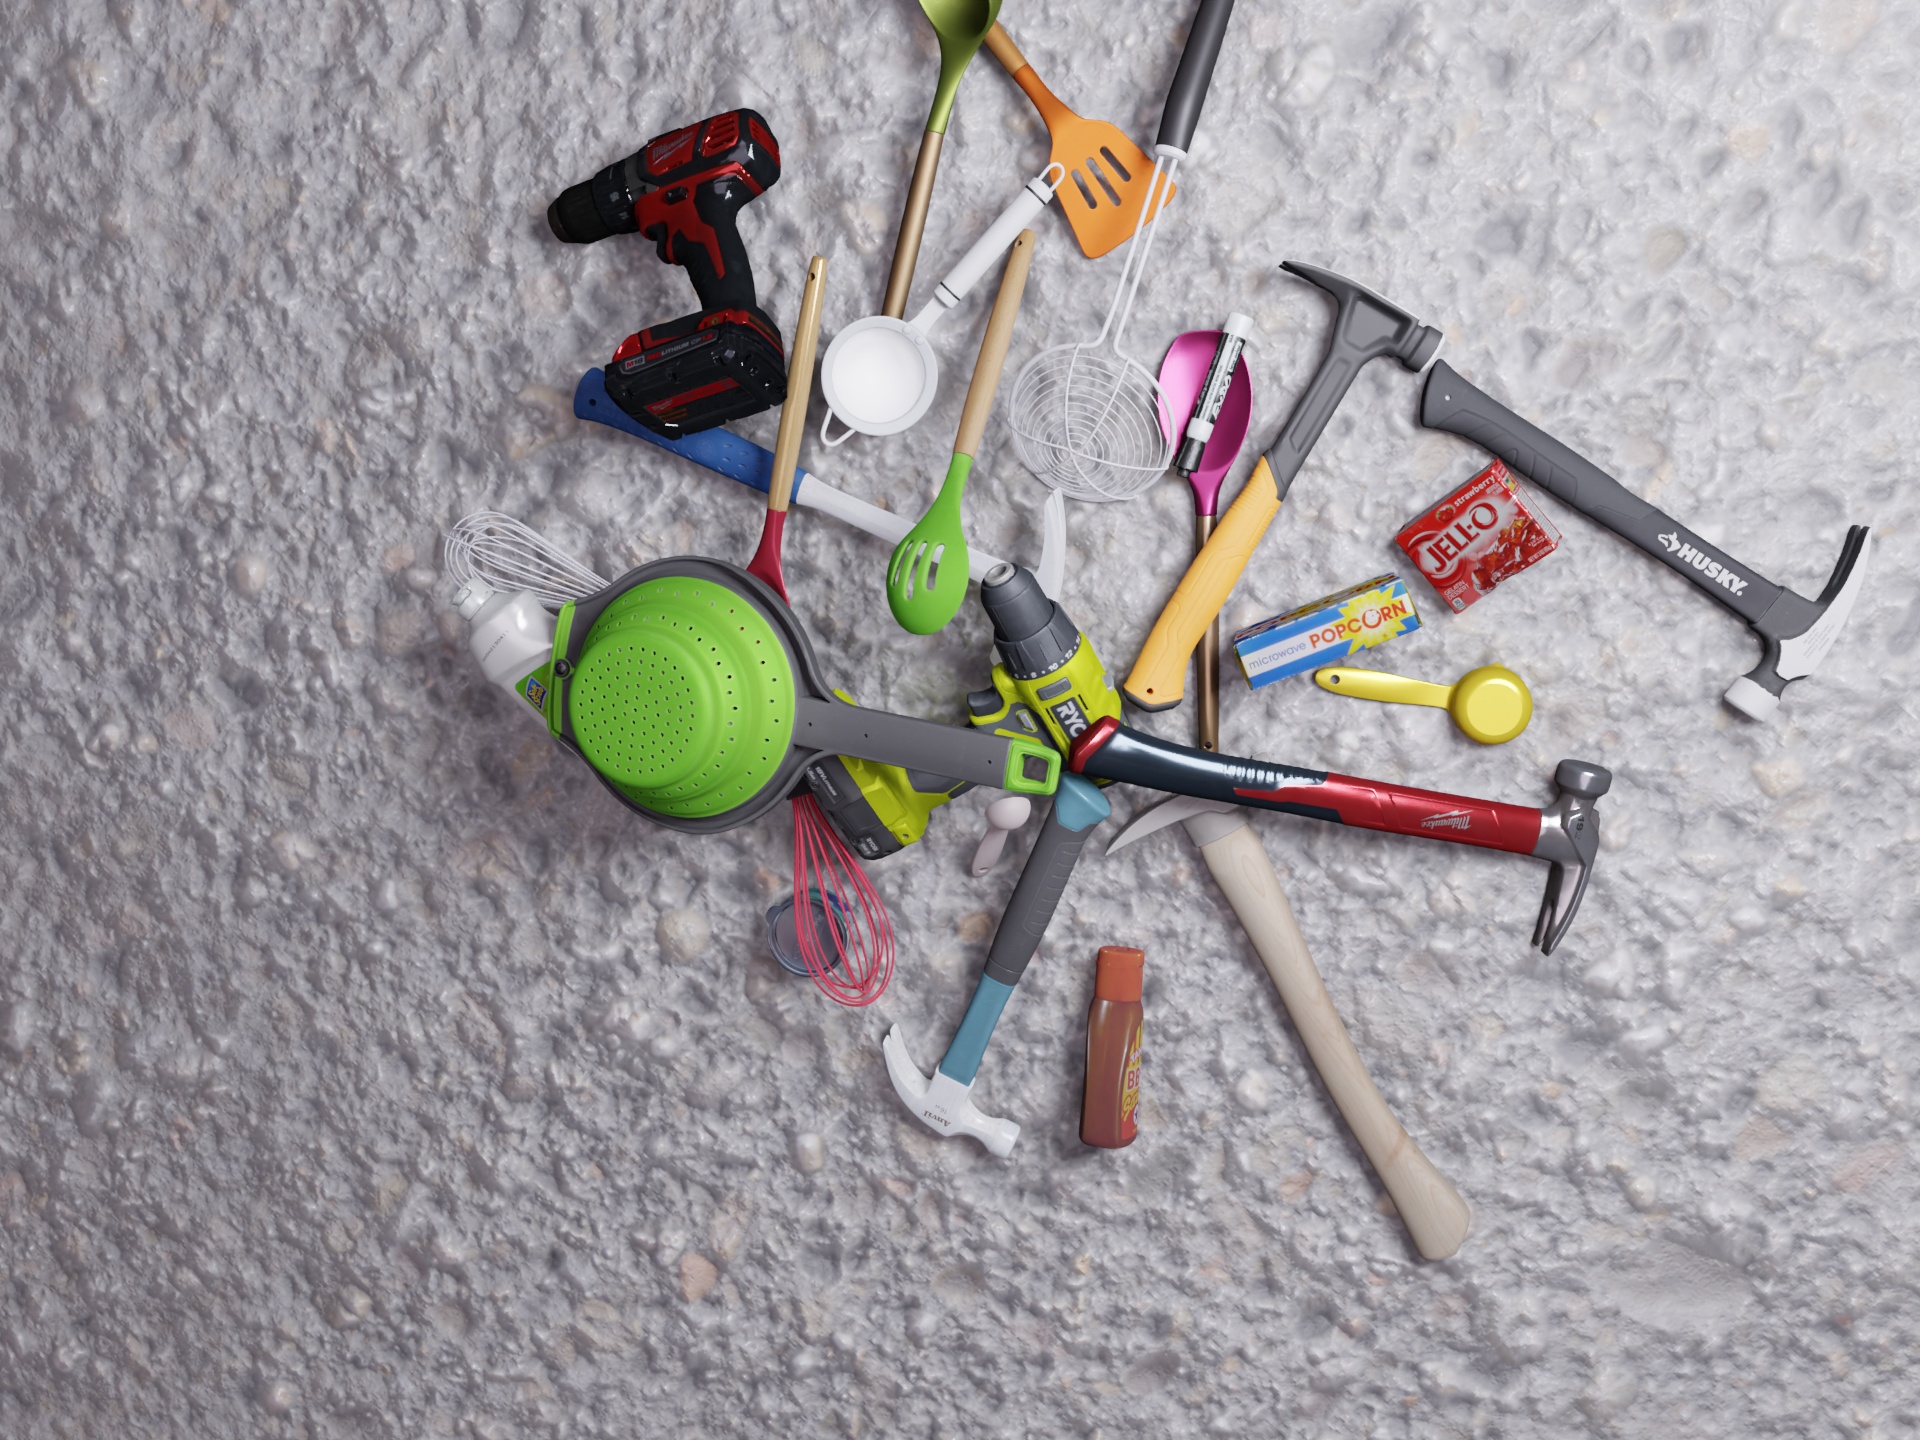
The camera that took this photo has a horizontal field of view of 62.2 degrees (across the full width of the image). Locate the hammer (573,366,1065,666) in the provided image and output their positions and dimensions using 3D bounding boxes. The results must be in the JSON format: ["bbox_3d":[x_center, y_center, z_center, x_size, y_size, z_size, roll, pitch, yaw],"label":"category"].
[{"bbox_3d":[-0.108,-0.177,1.206,0.405,0.035,0.144,25,120,8],"label":"hammer"}]

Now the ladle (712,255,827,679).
[{"bbox_3d":[-0.132,-0.181,1.172,0.069,0.031,0.315,17,104,22],"label":"ladle"}]

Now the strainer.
[{"bbox_3d":[-0.015,-0.302,1.154,0.086,0.050,0.258,39,104,-23],"label":"strainer"}]

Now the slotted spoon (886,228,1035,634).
[{"bbox_3d":[0.006,-0.212,1.138,0.070,0.031,0.314,8,76,34],"label":"slotted spoon"}]

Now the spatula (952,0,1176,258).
[{"bbox_3d":[0.030,-0.484,1.149,0.081,0.041,0.322,-37,87,11],"label":"spatula"}]

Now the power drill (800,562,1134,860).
[{"bbox_3d":[-0.002,-0.004,1.175,0.228,0.080,0.190,-23,122,15],"label":"power drill"}]

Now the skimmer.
[{"bbox_3d":[0.133,-0.337,1.140,0.127,0.090,0.363,19,95,12],"label":"skimmer"}]

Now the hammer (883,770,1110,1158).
[{"bbox_3d":[0.037,0.185,1.219,0.128,0.033,0.331,25,114,6],"label":"hammer"}]

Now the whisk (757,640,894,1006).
[{"bbox_3d":[-0.116,0.076,1.220,0.073,0.073,0.296,-18,87,13],"label":"whisk"}]

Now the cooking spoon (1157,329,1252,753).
[{"bbox_3d":[0.182,-0.126,1.179,0.069,0.017,0.319,-1,98,9],"label":"cooking spoon"}]

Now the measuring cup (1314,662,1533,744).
[{"bbox_3d":[0.338,-0.018,1.161,0.156,0.029,0.062,9,101,7],"label":"measuring cup"}]

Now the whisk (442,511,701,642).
[{"bbox_3d":[-0.275,-0.094,1.255,0.284,0.070,0.070,22,102,1],"label":"whisk"}]

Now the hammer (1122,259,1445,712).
[{"bbox_3d":[0.206,-0.159,1.145,0.127,0.034,0.337,29,100,-2],"label":"hammer"}]

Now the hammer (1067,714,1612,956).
[{"bbox_3d":[0.265,0.070,1.146,0.386,0.038,0.143,10,102,-4],"label":"hammer"}]

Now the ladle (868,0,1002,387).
[{"bbox_3d":[-0.033,-0.397,1.142,0.078,0.062,0.320,30,115,34],"label":"ladle"}]

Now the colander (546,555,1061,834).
[{"bbox_3d":[-0.131,0.003,1.103,0.397,0.094,0.204,11,100,15],"label":"colander"}]

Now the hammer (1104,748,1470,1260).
[{"bbox_3d":[0.263,0.232,1.213,0.146,0.038,0.410,-28,93,15],"label":"hammer"}]

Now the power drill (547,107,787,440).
[{"bbox_3d":[-0.216,-0.325,1.163,0.188,0.080,0.227,-13,70,20],"label":"power drill"}]

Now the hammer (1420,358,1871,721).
[{"bbox_3d":[0.467,-0.151,1.114,0.335,0.035,0.146,35,104,4],"label":"hammer"}]

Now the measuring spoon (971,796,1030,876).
[{"bbox_3d":[0.028,0.095,1.204,0.034,0.124,0.018,-6,59,-16],"label":"measuring spoon"}]
